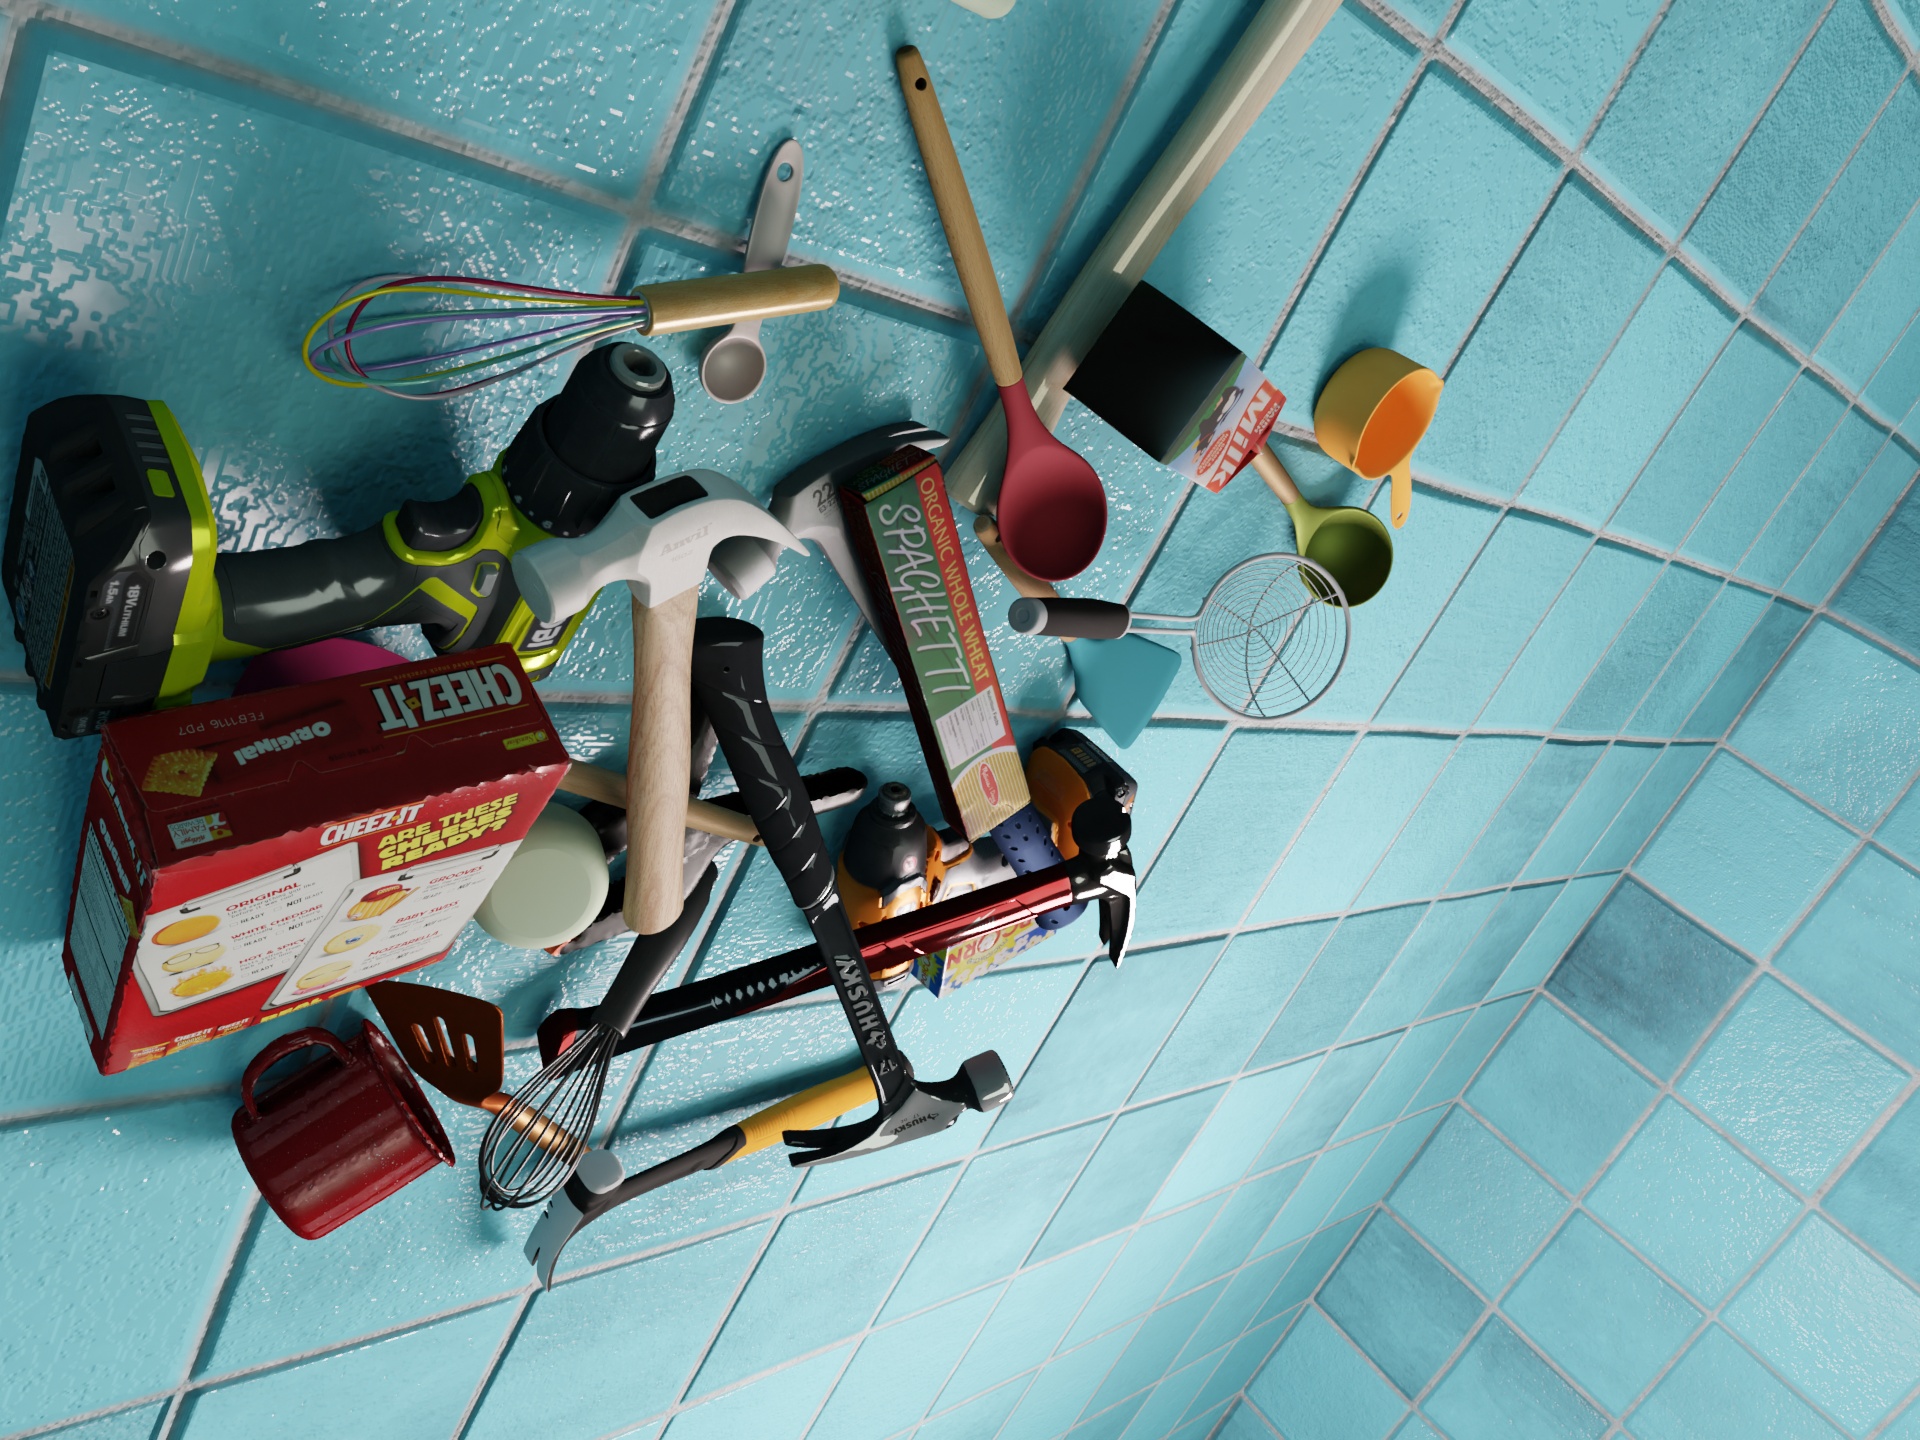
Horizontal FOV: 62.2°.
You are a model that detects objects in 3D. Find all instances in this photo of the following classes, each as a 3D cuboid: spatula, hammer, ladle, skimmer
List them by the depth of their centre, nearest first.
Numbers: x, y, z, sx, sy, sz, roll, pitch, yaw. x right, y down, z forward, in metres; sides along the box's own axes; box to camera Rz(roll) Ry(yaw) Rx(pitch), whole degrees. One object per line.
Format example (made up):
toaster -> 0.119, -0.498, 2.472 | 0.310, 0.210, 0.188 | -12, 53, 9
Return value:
hammer -> -0.142, 0.008, 0.759 | 0.130, 0.031, 0.331 | -32, 155, -30
ladle -> 0.018, -0.199, 0.830 | 0.069, 0.031, 0.315 | -33, 134, -11
hammer -> 0.109, -0.293, 0.869 | 0.410, 0.038, 0.146 | -55, 145, 11
hammer -> -0.083, 0.111, 0.916 | 0.149, 0.036, 0.408 | -22, 126, -7
hammer -> -0.002, -0.003, 0.964 | 0.144, 0.035, 0.405 | -42, 134, -12
spatula -> -0.265, 0.233, 0.970 | 0.322, 0.081, 0.041 | 75, 26, -61
hammer -> -0.071, 0.159, 1.008 | 0.386, 0.038, 0.143 | -17, 136, -10
spatula -> 0.074, -0.064, 1.040 | 0.082, 0.044, 0.317 | -58, 154, -3
skimmer -> 0.158, -0.058, 1.063 | 0.363, 0.090, 0.127 | -3, 109, -57
ladle -> 0.235, -0.167, 1.130 | 0.078, 0.062, 0.319 | -54, 144, 2
hammer -> -0.160, 0.310, 1.165 | 0.336, 0.034, 0.127 | -12, 143, -48

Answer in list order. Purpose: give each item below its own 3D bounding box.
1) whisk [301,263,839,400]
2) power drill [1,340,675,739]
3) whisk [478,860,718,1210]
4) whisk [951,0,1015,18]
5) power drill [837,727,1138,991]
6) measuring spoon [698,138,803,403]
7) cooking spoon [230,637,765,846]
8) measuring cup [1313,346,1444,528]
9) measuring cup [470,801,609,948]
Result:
whisk -> -0.153, -0.172, 0.671 | 0.245, 0.051, 0.047 | -19, 128, -35
power drill -> -0.230, -0.074, 0.621 | 0.228, 0.080, 0.190 | -12, 156, -42
whisk -> -0.203, 0.174, 0.914 | 0.055, 0.055, 0.239 | 78, 34, -51
whisk -> -0.052, -0.330, 0.636 | 0.059, 0.058, 0.246 | -27, 166, 35
power drill -> 0.013, 0.084, 1.111 | 0.226, 0.084, 0.164 | -20, 136, -32
measuring spoon -> -0.097, -0.209, 0.740 | 0.034, 0.018, 0.124 | 1, 117, -41
cooking spoon -> -0.211, 0.023, 0.804 | 0.318, 0.017, 0.068 | 24, 105, -46
measuring cup -> 0.306, -0.204, 1.178 | 0.095, 0.052, 0.173 | -43, 149, -8
measuring cup -> -0.262, 0.106, 0.831 | 0.167, 0.038, 0.083 | -30, 117, -13
